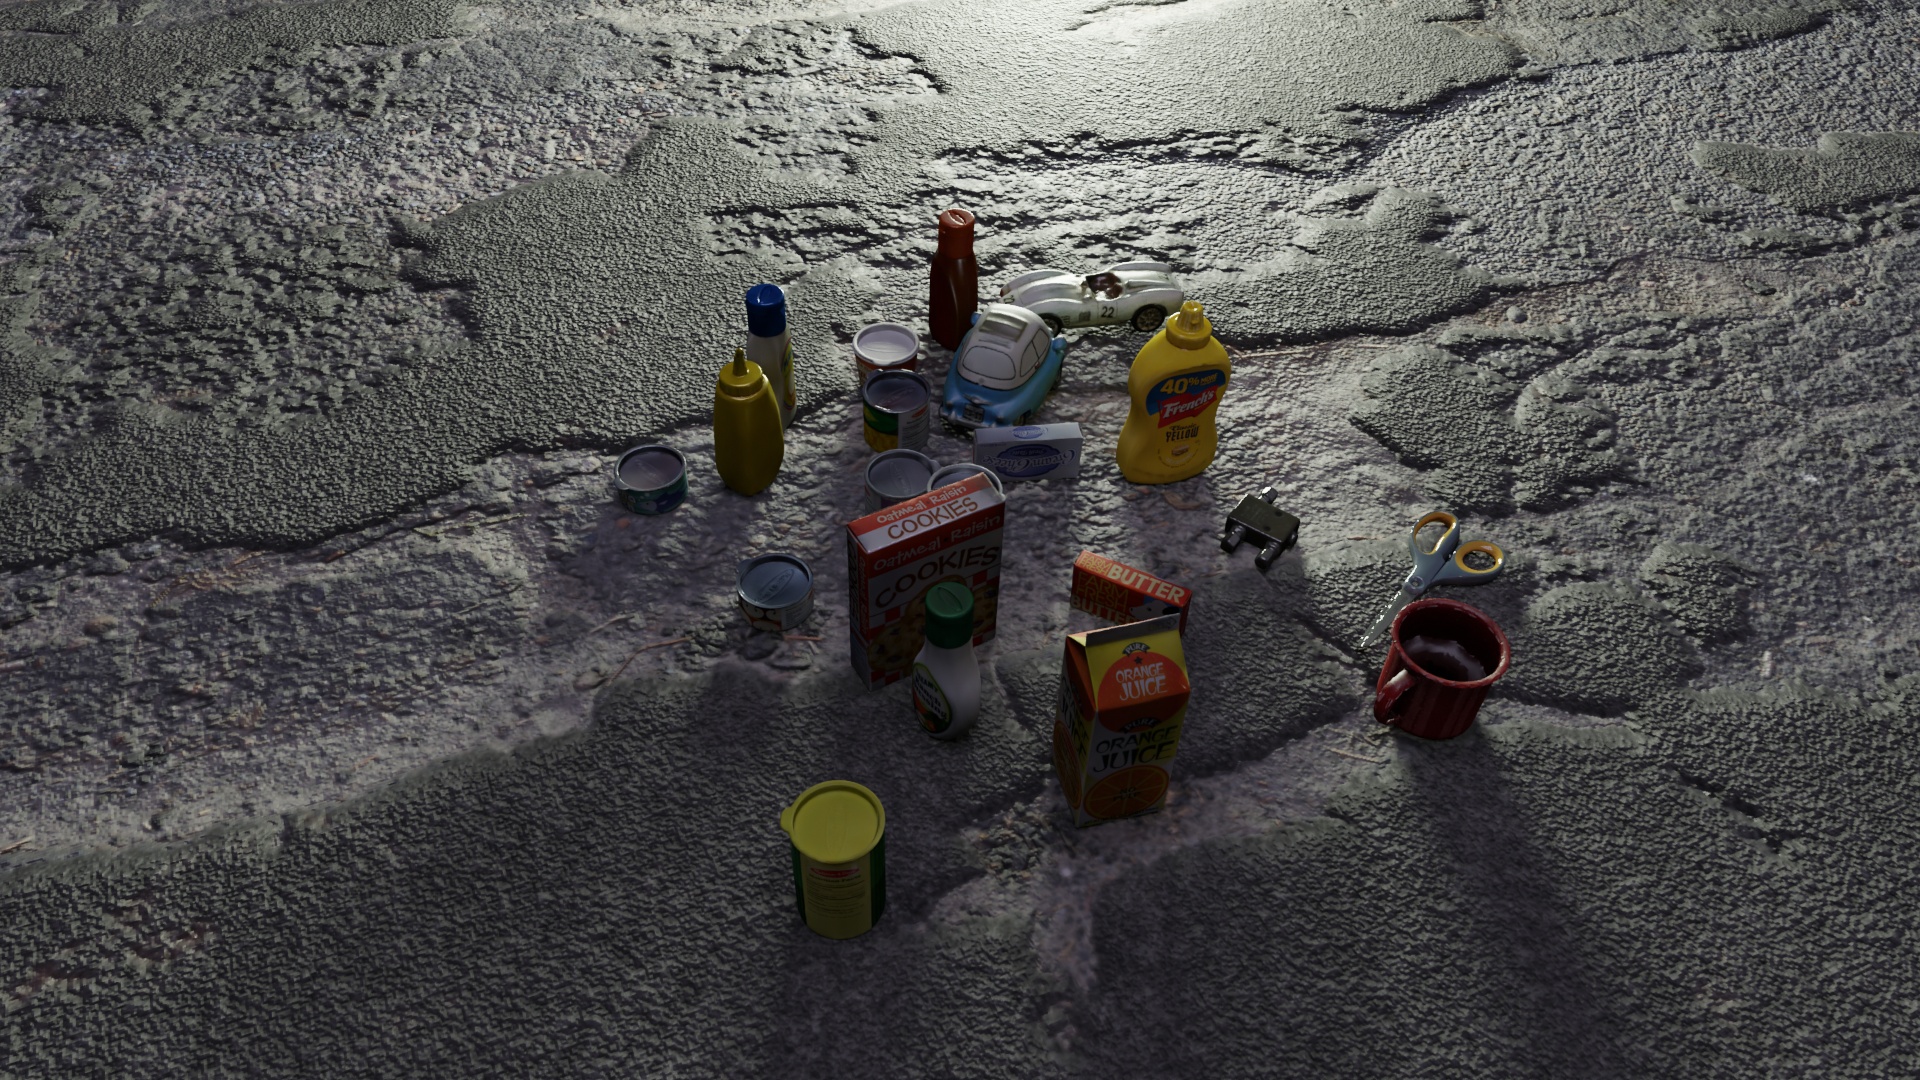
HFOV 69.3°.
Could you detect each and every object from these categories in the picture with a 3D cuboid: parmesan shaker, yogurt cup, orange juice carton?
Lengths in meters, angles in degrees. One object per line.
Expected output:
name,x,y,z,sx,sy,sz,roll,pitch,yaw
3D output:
parmesan shaker,-0.088,0.225,0.976,0.071,0.102,0.072,1,45,-1
yogurt cup,-0.076,-0.182,1.417,0.072,0.053,0.073,1,45,-1
orange juice carton,0.116,0.124,1.023,0.072,0.191,0.073,-9,46,-12

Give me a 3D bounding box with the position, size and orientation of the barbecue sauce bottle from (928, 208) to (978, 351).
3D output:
barbecue sauce bottle,-0.006,-0.272,1.444,0.044,0.147,0.065,-23,50,-23

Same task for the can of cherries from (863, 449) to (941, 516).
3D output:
can of cherries,-0.052,-0.041,1.274,0.071,0.058,0.072,1,45,-1

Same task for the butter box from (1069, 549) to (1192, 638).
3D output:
butter box,0.145,0.049,1.197,0.103,0.052,0.024,21,48,18

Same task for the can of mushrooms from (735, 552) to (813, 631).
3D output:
can of mushrooms,-0.162,0.044,1.202,0.071,0.033,0.071,1,45,-1

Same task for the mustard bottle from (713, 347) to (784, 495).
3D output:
mustard bottle,-0.197,-0.116,1.271,0.049,0.159,0.066,24,49,20

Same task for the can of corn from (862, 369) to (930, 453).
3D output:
can of corn,-0.064,-0.126,1.359,0.071,0.058,0.071,1,45,-1

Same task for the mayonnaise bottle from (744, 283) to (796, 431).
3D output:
mayonnaise bottle,-0.184,-0.177,1.341,0.041,0.147,0.065,8,45,5

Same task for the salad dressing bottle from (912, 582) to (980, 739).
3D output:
salad dressing bottle,-0.010,0.094,1.079,0.044,0.146,0.064,-26,52,-26

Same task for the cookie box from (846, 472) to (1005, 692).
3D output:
cookie box,-0.029,0.035,1.123,0.123,0.166,0.040,-22,50,-22

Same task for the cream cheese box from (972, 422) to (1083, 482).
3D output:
cream cheese box,0.063,-0.083,1.325,0.104,0.053,0.024,-4,45,-7

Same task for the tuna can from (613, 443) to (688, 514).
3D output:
tuna can,-0.290,-0.056,1.296,0.071,0.032,0.071,1,45,-1

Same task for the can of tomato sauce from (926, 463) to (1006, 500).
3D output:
can of tomato sauce,0.004,-0.015,1.234,0.071,0.082,0.071,1,45,-1
